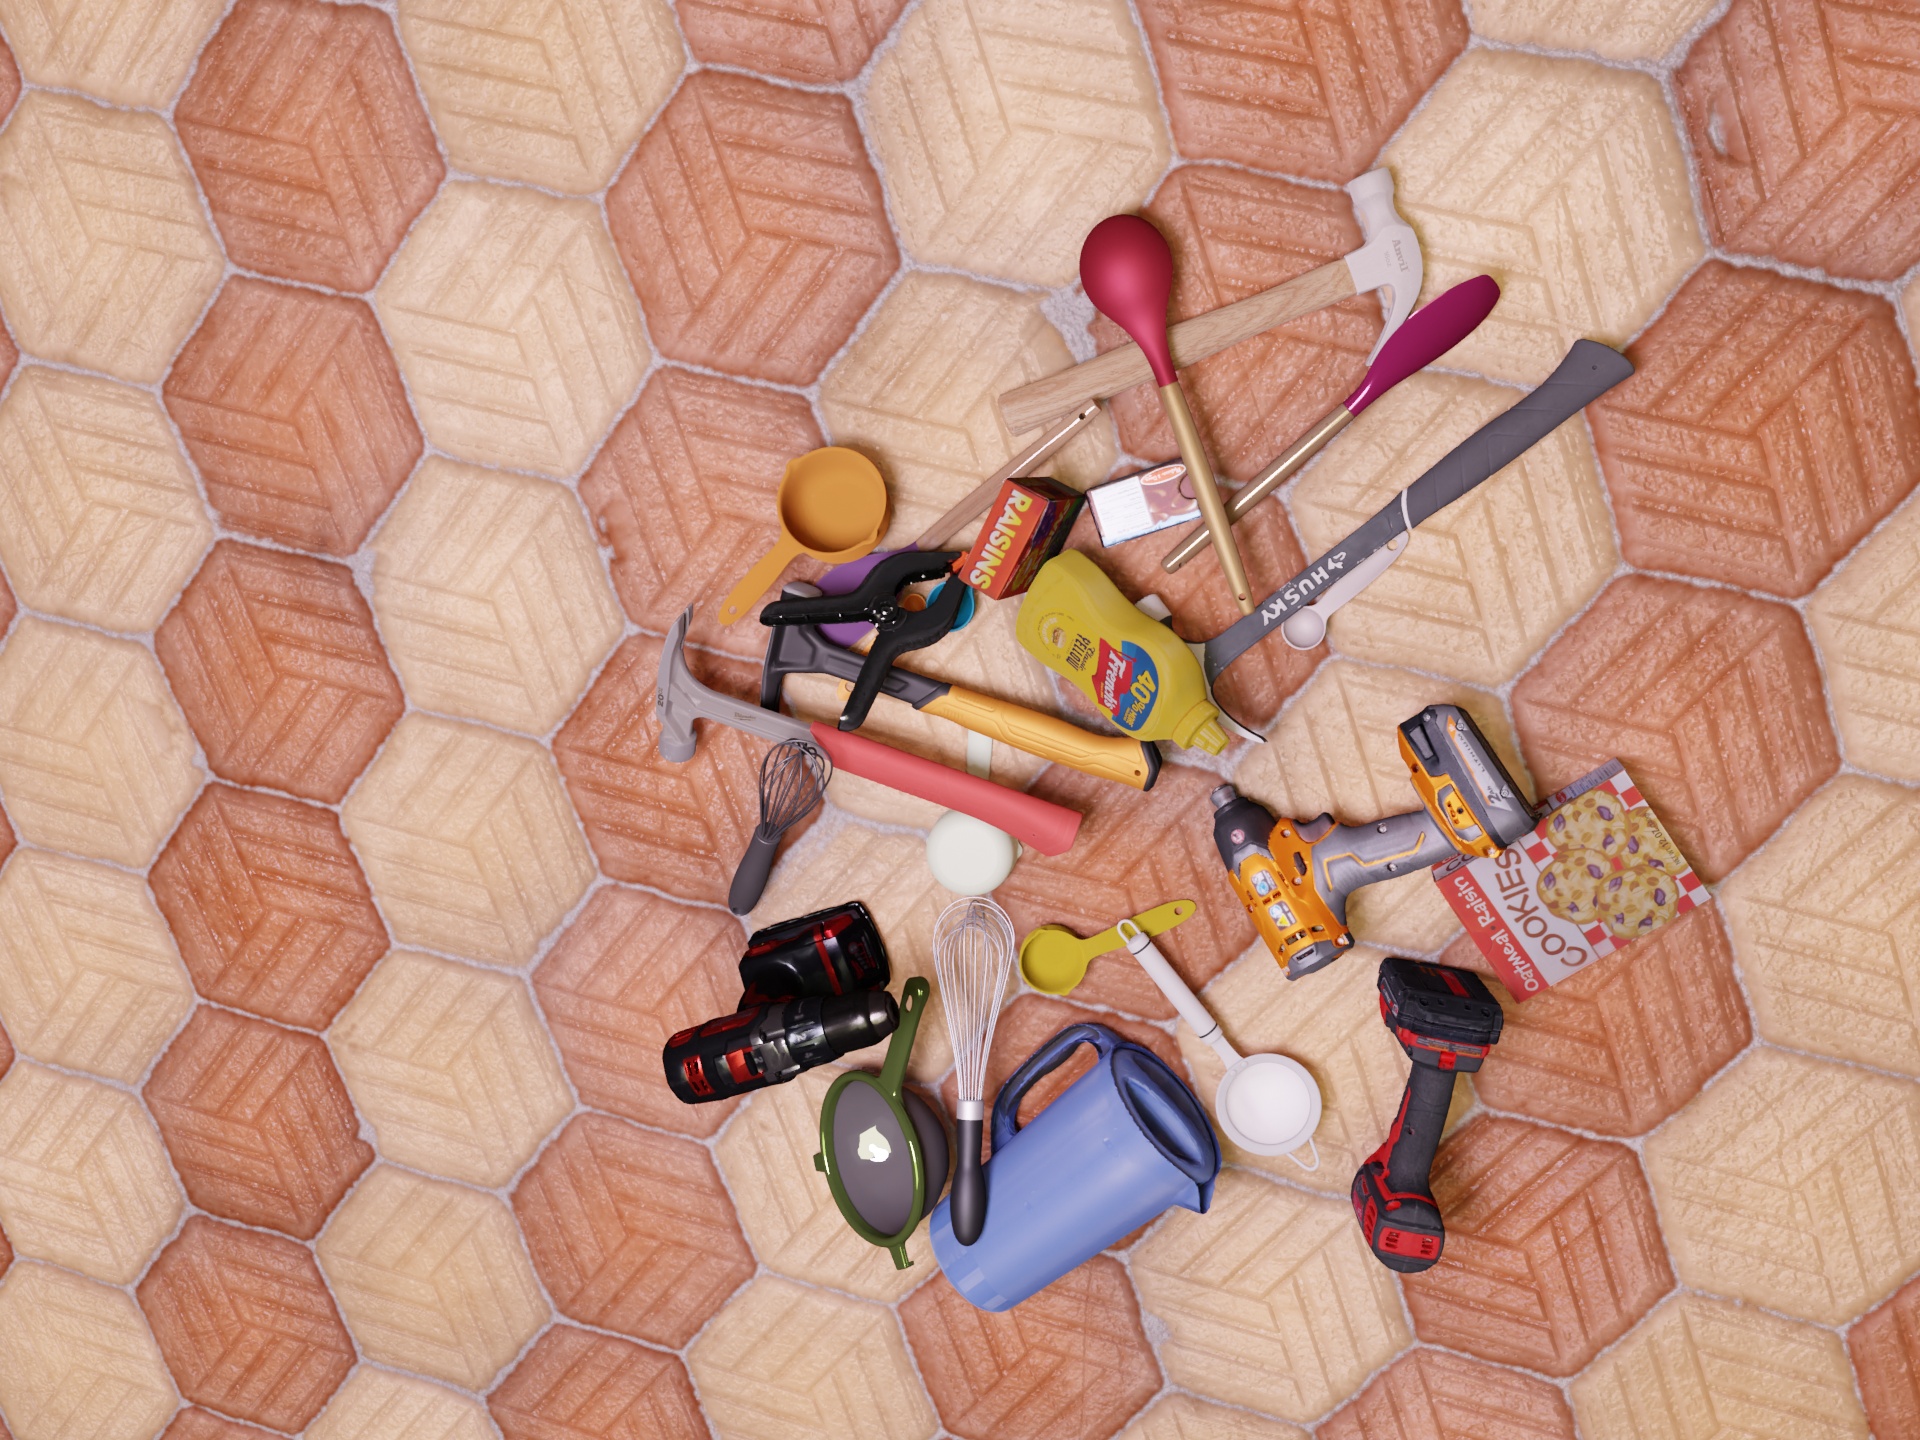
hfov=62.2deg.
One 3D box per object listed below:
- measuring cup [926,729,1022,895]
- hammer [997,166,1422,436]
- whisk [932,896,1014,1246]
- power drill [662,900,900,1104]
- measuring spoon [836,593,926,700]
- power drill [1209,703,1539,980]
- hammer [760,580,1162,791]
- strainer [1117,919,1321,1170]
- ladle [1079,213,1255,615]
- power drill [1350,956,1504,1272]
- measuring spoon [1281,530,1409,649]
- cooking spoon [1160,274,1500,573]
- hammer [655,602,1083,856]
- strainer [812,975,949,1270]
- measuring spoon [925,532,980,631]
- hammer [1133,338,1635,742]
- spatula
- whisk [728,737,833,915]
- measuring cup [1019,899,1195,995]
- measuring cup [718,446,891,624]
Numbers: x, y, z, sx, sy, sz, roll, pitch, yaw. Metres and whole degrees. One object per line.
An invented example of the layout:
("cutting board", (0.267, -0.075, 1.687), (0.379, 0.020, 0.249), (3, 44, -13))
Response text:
("measuring cup", (0.011, 0.065, 1.320), (0.083, 0.038, 0.167), (5, 103, 9))
("hammer", (0.186, -0.290, 1.207), (0.331, 0.031, 0.130), (-20, 98, 15))
("whisk", (0.010, 0.289, 1.318), (0.070, 0.070, 0.285), (0, 83, 11))
("power drill", (-0.120, 0.224, 1.283), (0.188, 0.227, 0.080), (-18, 99, 15))
("measuring spoon", (-0.066, -0.060, 1.322), (0.021, 0.011, 0.117), (42, 110, 4))
("power drill", (0.309, 0.079, 1.239), (0.226, 0.084, 0.164), (-35, 73, 19))
("hammer", (-0.002, -0.004, 1.289), (0.337, 0.034, 0.127), (19, 111, 11))
("strainer", (0.214, 0.265, 1.322), (0.087, 0.050, 0.258), (-38, 94, 9))
("ladle", (0.164, -0.227, 1.193), (0.069, 0.031, 0.315), (-19, 97, 16))
("power drill", (0.360, 0.310, 1.266), (0.078, 0.143, 0.219), (10, 98, 4))
("measuring spoon", (0.302, -0.103, 1.241), (0.124, 0.018, 0.034), (-44, 78, 10))
("cooking spoon", (0.274, -0.217, 1.201), (0.319, 0.068, 0.017), (-41, 57, 22))
("hammer", (-0.074, 0.024, 1.278), (0.359, 0.037, 0.149), (19, 130, 6))
("strainer", (-0.044, 0.325, 1.360), (0.152, 0.069, 0.256), (37, 121, 44))
("measuring spoon", (0.017, -0.128, 1.288), (0.042, 0.021, 0.128), (34, 98, 17))
("hammer", (0.325, -0.143, 1.204), (0.409, 0.036, 0.149), (-38, 80, 14))
("spatula", (-0.013, -0.155, 1.271), (0.316, 0.018, 0.060), (-36, 95, 23))
("whisk", (-0.156, 0.094, 1.313), (0.055, 0.055, 0.238), (30, 136, 2))
("measuring cup", (0.123, 0.181, 1.339), (0.156, 0.029, 0.062), (-22, 100, 3))
("measuring cup", (-0.127, -0.138, 1.270), (0.095, 0.052, 0.173), (43, 91, 9))
